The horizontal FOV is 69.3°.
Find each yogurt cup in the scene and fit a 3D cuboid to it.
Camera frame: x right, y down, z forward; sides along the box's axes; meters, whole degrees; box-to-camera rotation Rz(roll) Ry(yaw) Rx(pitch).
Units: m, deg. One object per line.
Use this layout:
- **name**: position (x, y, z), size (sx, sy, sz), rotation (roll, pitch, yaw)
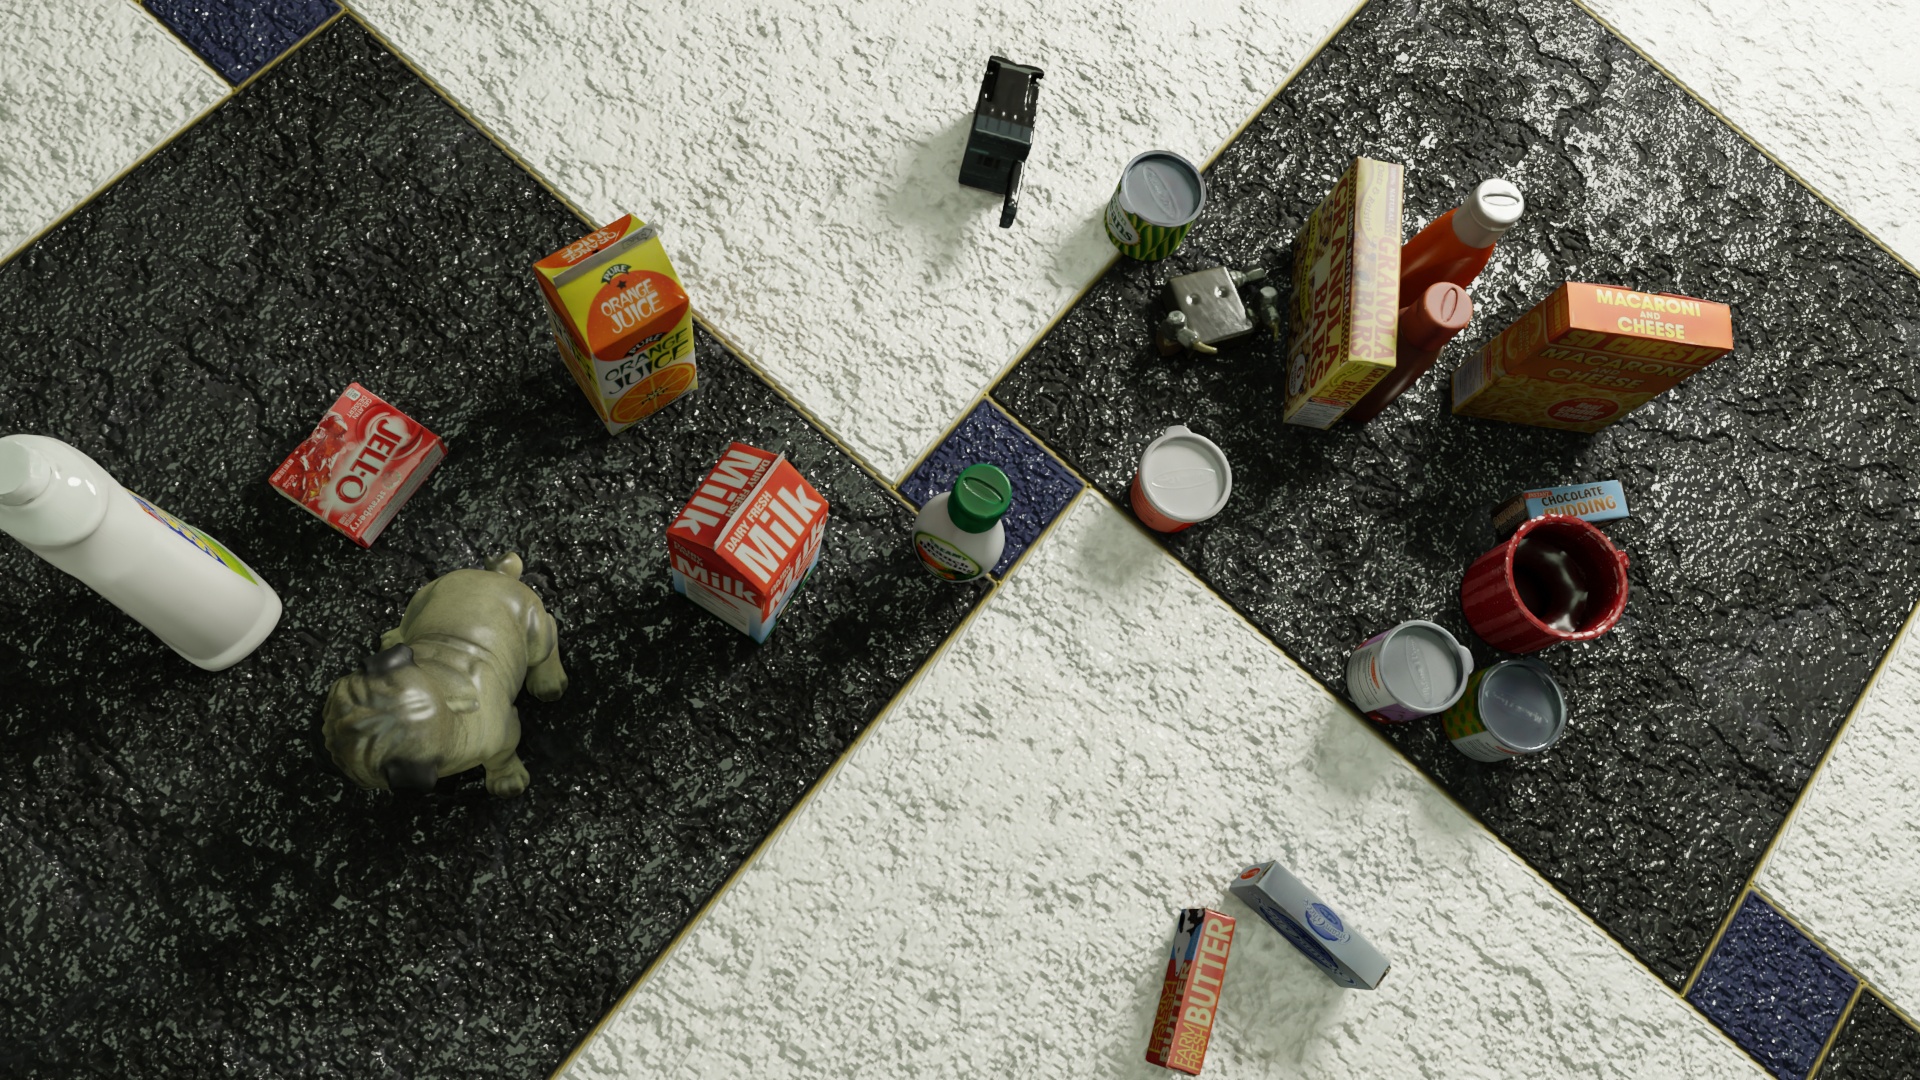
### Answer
- **yogurt cup**: position (0.157, -0.039, 1.011), size (0.072, 0.053, 0.072), rotation (2, 73, -8)

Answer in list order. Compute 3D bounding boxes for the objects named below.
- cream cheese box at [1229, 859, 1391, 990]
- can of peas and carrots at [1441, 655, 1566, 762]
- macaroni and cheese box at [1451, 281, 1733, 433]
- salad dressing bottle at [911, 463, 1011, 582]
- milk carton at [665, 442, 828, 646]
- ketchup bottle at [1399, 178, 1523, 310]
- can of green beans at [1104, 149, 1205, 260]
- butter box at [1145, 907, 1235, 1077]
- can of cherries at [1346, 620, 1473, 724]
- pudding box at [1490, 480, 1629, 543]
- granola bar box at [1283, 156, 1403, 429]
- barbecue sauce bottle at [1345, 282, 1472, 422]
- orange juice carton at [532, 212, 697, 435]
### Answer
- **cream cheese box**: position (0.234, 0.258, 0.933), size (0.104, 0.053, 0.024), rotation (41, 72, 5)
- **can of peas and carrots**: position (0.389, 0.121, 0.997), size (0.071, 0.058, 0.071), rotation (2, 73, -8)
- **macaroni and cheese box**: position (0.460, -0.133, 1.028), size (0.124, 0.166, 0.040), rotation (7, 73, -7)
- **salad dressing bottle**: position (0.003, -0.012, 0.929), size (0.064, 0.147, 0.044), rotation (31, 72, 1)
- **milk carton**: position (-0.135, 0.001, 0.881), size (0.073, 0.190, 0.072), rotation (32, 72, 1)
- **ketchup bottle**: position (0.371, -0.219, 1.049), size (0.065, 0.148, 0.043), rotation (0, 74, -9)
- **can of green beans**: position (0.149, -0.258, 1.074), size (0.071, 0.057, 0.071), rotation (2, 73, -8)
- **butter box**: position (0.151, 0.294, 0.909), size (0.024, 0.053, 0.104), rotation (19, 71, -3)
- **can of cherries**: position (0.321, 0.096, 0.994), size (0.071, 0.058, 0.071), rotation (2, 73, -8)
- **pudding box**: position (0.455, -0.022, 1.055), size (0.084, 0.049, 0.030), rotation (-6, 75, -11)
- **granola bar box**: position (0.286, -0.181, 1.038), size (0.039, 0.124, 0.166), rotation (10, 72, -6)
- **barbecue sauce bottle**: position (0.323, -0.140, 1.018), size (0.044, 0.148, 0.065), rotation (23, 72, -1)
- **orange juice carton**: position (-0.224, -0.146, 0.911), size (0.072, 0.192, 0.073), rotation (-33, 81, -16)
